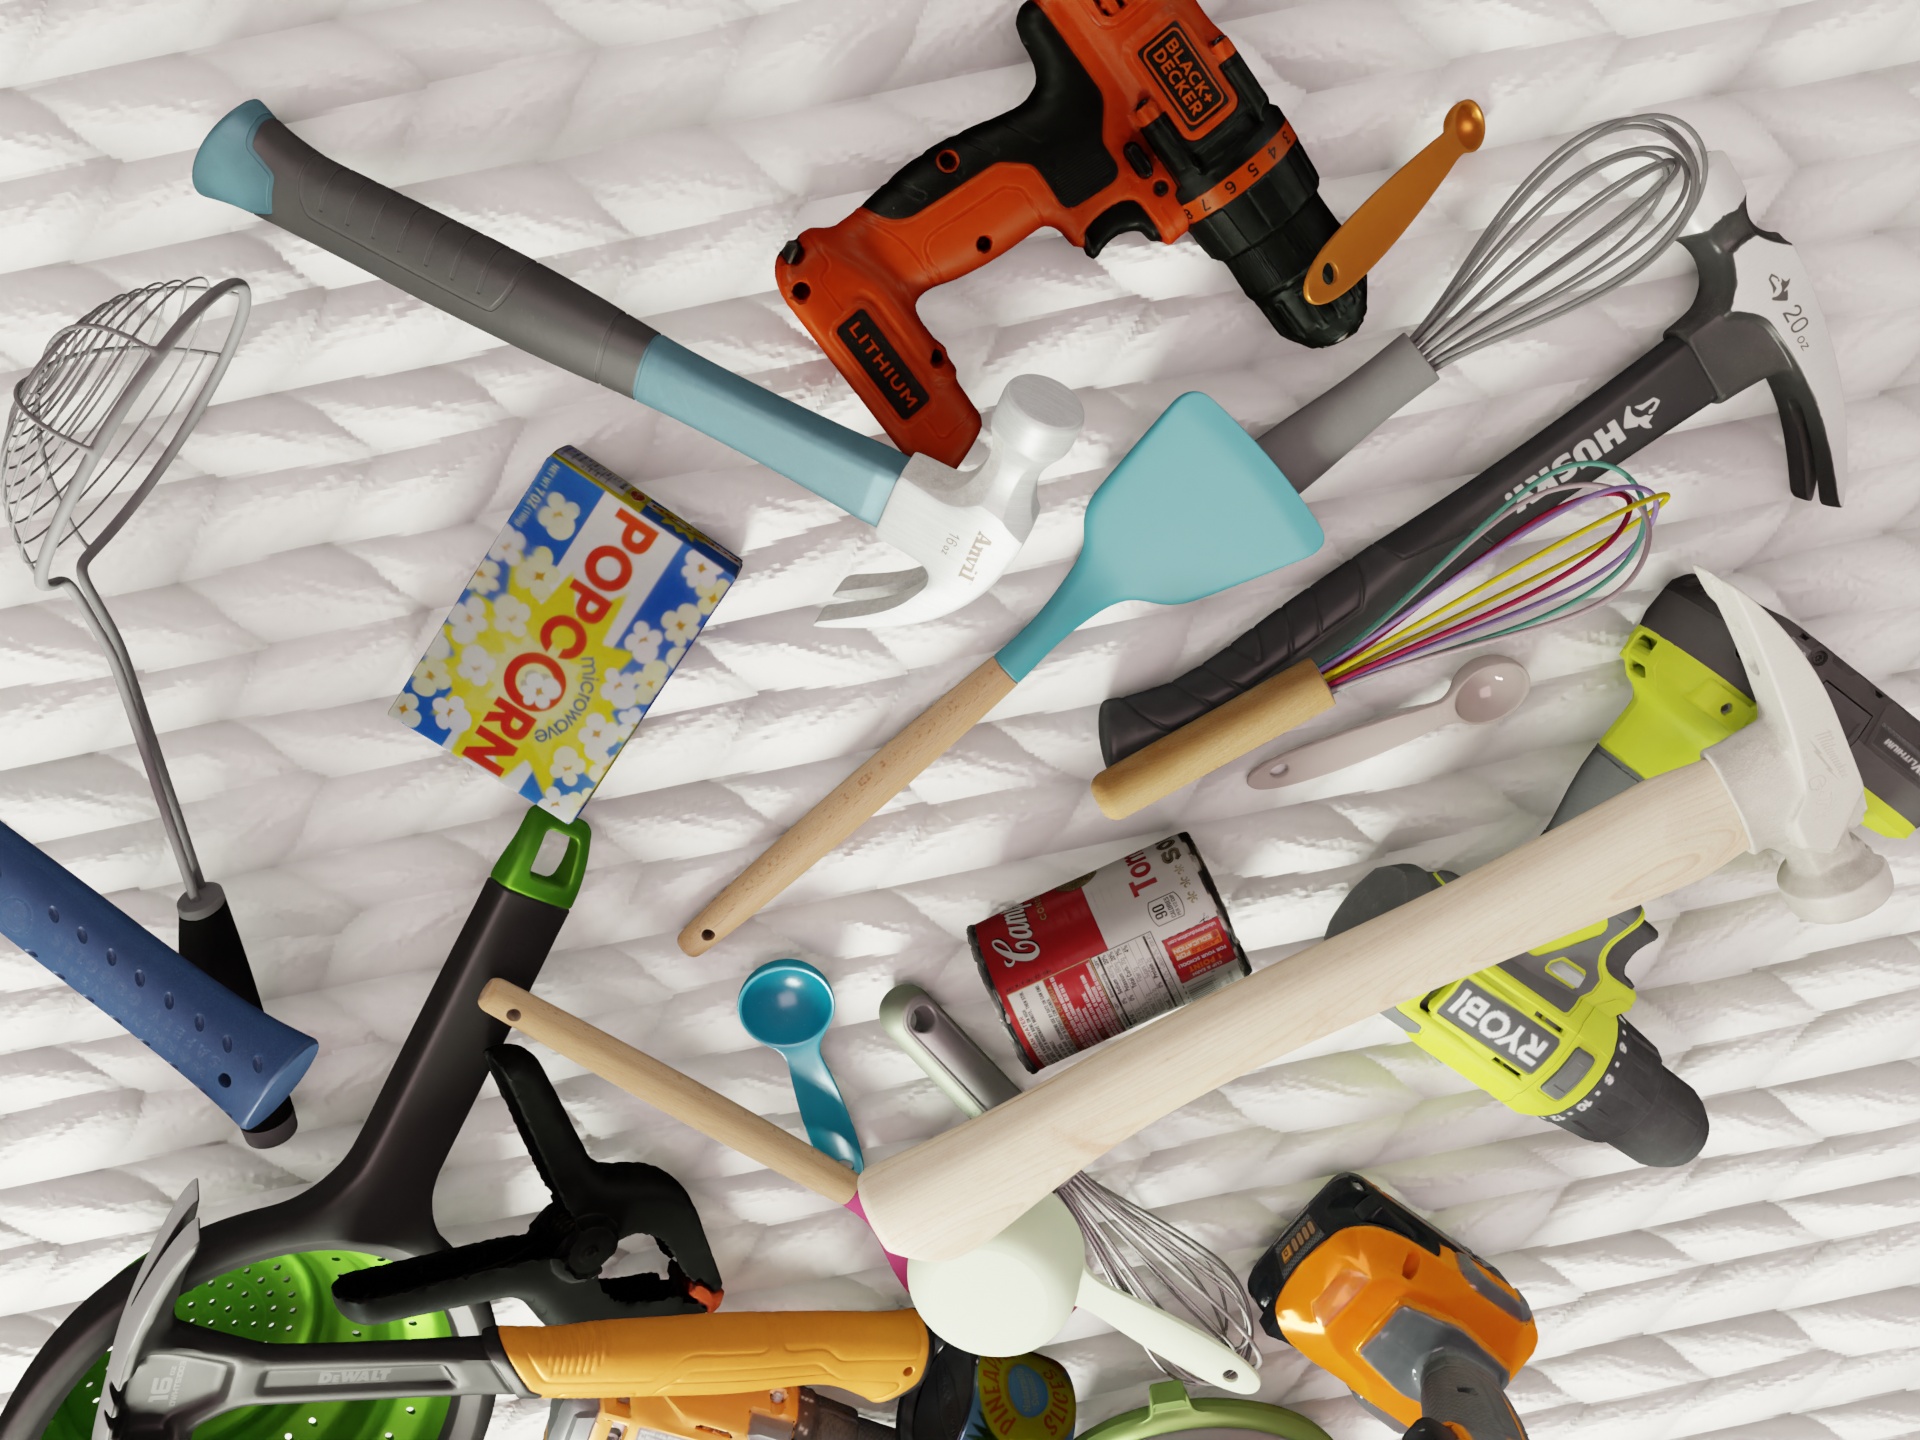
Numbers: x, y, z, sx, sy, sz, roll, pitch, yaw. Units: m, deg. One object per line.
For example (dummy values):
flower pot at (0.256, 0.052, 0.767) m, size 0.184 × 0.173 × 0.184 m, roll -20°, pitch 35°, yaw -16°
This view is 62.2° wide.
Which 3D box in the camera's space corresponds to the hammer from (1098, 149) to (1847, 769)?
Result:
hammer at (0.198, -0.068, 0.645) m, size 0.335 × 0.035 × 0.146 m, roll -35°, pitch 104°, yaw 7°

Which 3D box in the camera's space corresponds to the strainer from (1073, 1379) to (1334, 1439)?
strainer at (0.156, 0.405, 0.747) m, size 0.256 × 0.069 × 0.151 m, roll 25°, pitch 119°, yaw -17°

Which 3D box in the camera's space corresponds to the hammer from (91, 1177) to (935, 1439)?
hammer at (-0.156, 0.252, 0.643) m, size 0.336 × 0.034 × 0.127 m, roll 12°, pitch 107°, yaw -31°

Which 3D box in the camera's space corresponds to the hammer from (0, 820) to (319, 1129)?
hammer at (-0.415, 0.018, 0.593) m, size 0.405 × 0.035 × 0.144 m, roll 37°, pitch 102°, yaw 1°

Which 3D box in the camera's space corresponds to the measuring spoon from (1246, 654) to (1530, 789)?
measuring spoon at (0.179, 0.000, 0.676) m, size 0.124 × 0.018 × 0.034 m, roll -22°, pitch 133°, yaw 9°

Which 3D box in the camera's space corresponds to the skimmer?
skimmer at (-0.282, 0.016, 0.617) m, size 0.090 × 0.127 × 0.363 m, roll -5°, pitch 116°, yaw -3°

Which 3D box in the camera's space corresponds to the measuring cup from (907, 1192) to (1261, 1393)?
measuring cup at (0.054, 0.258, 0.684) m, size 0.167 × 0.038 × 0.083 m, roll 28°, pitch 112°, yaw 1°

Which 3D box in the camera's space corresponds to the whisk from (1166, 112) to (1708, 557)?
whisk at (0.173, -0.140, 0.607) m, size 0.239 × 0.055 × 0.055 m, roll -38°, pitch 105°, yaw 19°

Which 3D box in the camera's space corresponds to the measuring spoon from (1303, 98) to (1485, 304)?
measuring spoon at (0.161, -0.193, 0.594) m, size 0.117 × 0.011 × 0.021 m, roll -48°, pitch 120°, yaw -19°

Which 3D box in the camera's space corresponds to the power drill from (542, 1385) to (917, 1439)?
power drill at (-0.124, 0.402, 0.742) m, size 0.185 × 0.084 × 0.226 m, roll 20°, pitch 100°, yaw -10°

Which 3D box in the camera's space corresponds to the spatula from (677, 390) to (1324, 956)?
spatula at (-0.001, -0.002, 0.648) m, size 0.317 × 0.044 × 0.082 m, roll -41°, pitch 107°, yaw 10°

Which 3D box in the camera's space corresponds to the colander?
colander at (-0.272, 0.209, 0.672) m, size 0.204 × 0.095 × 0.397 m, roll 30°, pitch 84°, yaw -44°

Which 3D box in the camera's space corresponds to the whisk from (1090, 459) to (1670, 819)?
whisk at (0.159, -0.028, 0.616) m, size 0.245 × 0.047 × 0.051 m, roll -29°, pitch 105°, yaw 9°

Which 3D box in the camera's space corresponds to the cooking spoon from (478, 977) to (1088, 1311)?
cooking spoon at (-0.068, 0.192, 0.693) m, size 0.318 × 0.017 × 0.068 m, roll 35°, pitch 105°, yaw -21°

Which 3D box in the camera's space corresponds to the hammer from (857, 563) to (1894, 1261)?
hammer at (0.139, 0.095, 0.614) m, size 0.410 × 0.038 × 0.146 m, roll -28°, pitch 107°, yaw 8°

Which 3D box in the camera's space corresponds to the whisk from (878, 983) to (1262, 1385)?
whisk at (0.050, 0.208, 0.711) m, size 0.246 × 0.059 × 0.058 m, roll 48°, pitch 60°, yaw -10°

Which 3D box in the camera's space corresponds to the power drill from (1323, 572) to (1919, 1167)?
power drill at (0.294, 0.073, 0.671) m, size 0.190 × 0.080 × 0.228 m, roll 34°, pitch 104°, yaw -12°

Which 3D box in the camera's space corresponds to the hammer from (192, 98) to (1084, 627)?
hammer at (-0.125, -0.136, 0.578) m, size 0.331 × 0.033 × 0.128 m, roll 27°, pitch 133°, yaw 0°

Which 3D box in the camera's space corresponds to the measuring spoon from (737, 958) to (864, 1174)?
measuring spoon at (-0.065, 0.157, 0.708) m, size 0.042 × 0.021 × 0.128 m, roll -15°, pitch 115°, yaw 0°

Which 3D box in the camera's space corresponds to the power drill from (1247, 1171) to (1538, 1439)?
power drill at (0.191, 0.284, 0.645) m, size 0.164 × 0.227 × 0.084 m, roll 35°, pitch 101°, yaw -12°
